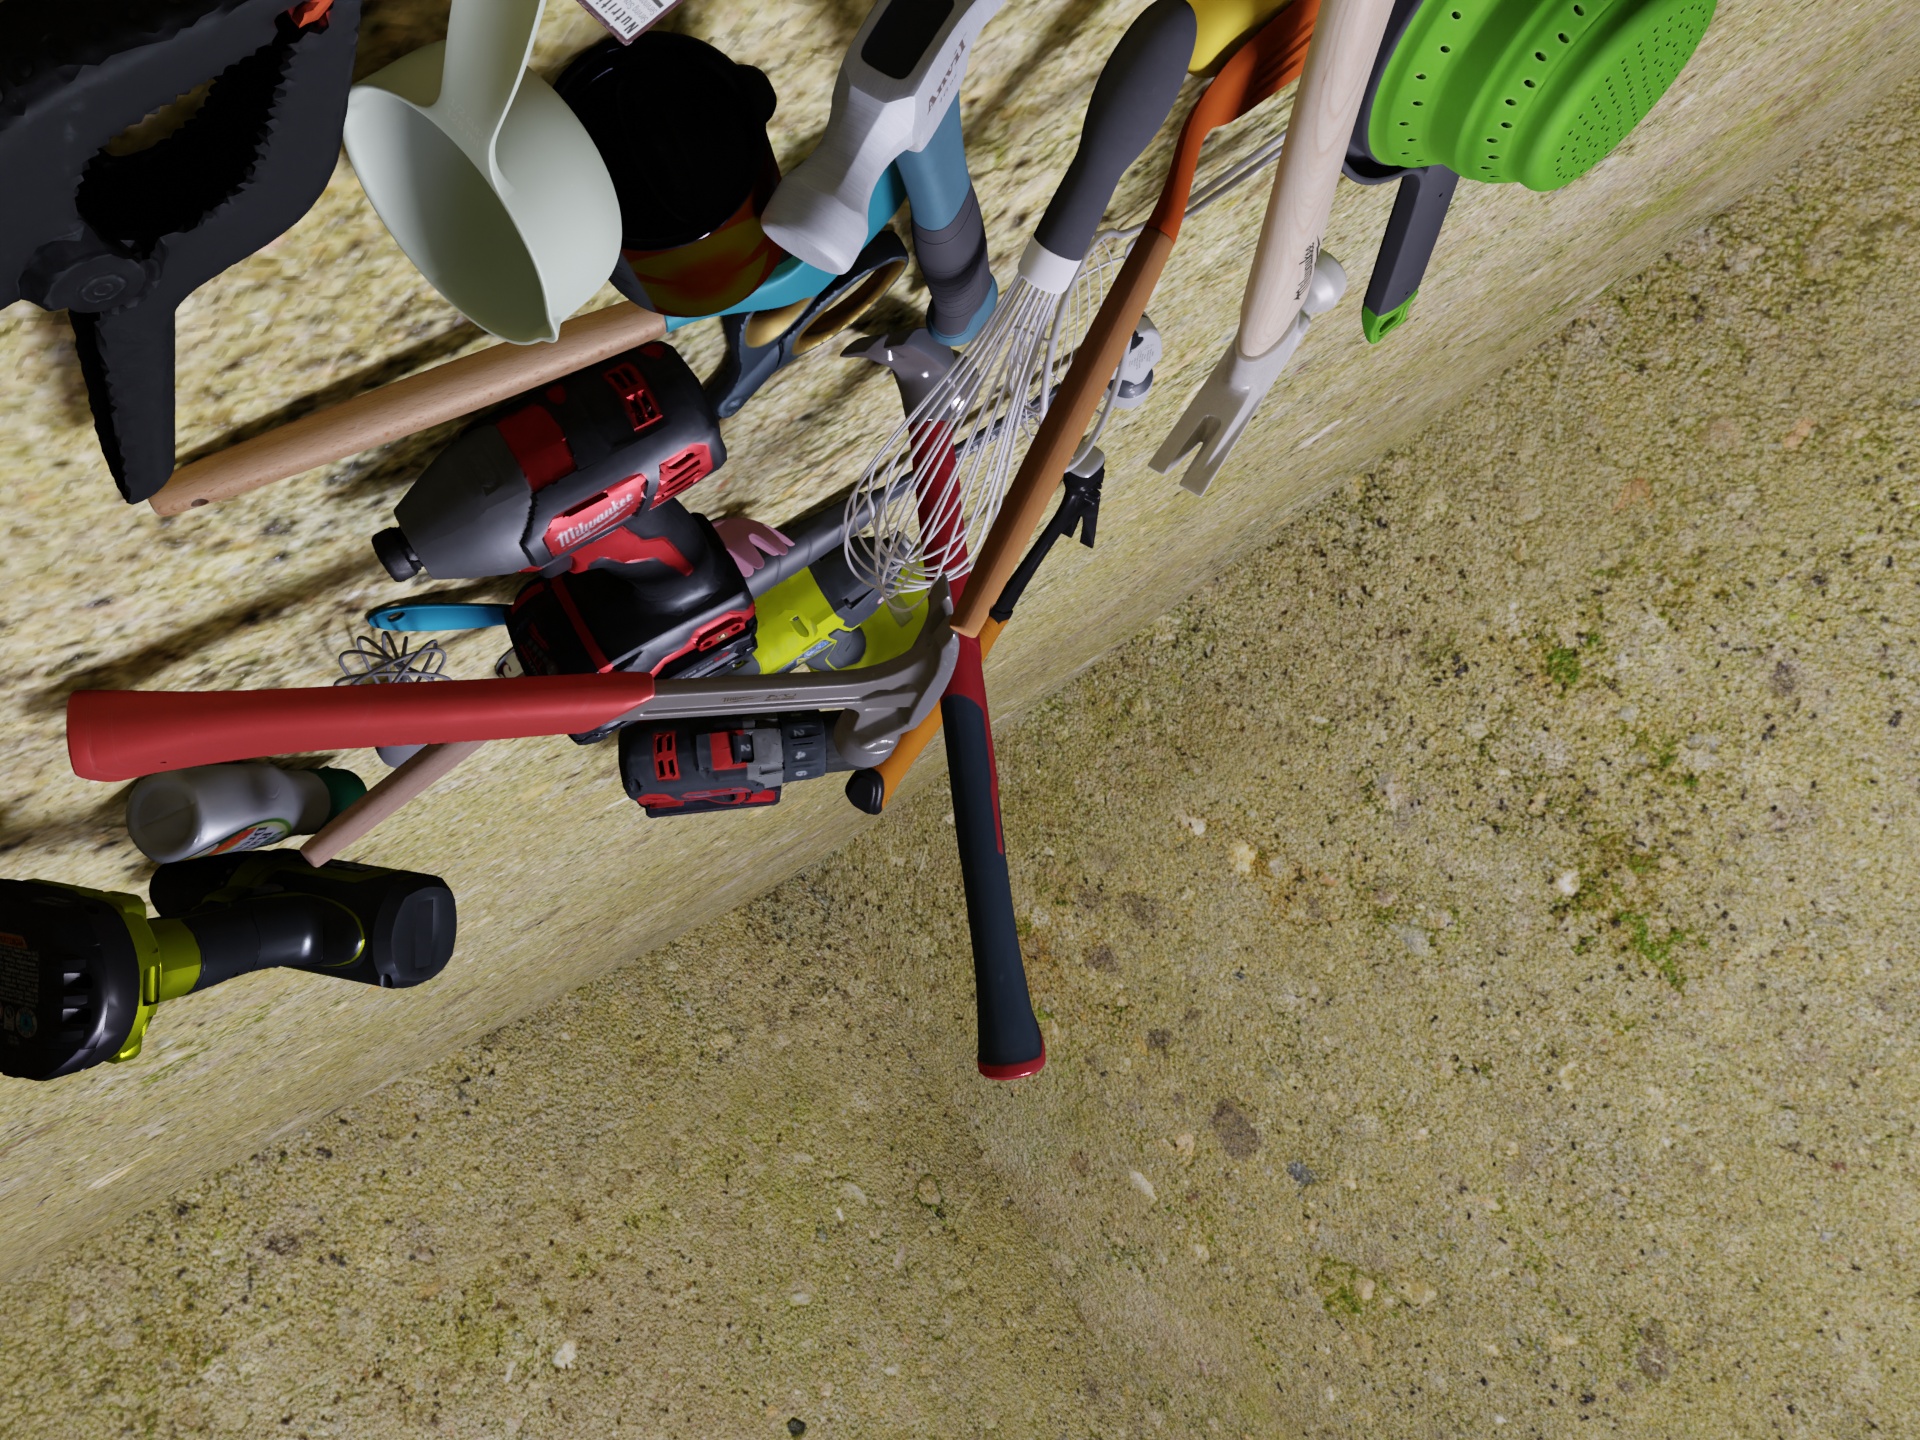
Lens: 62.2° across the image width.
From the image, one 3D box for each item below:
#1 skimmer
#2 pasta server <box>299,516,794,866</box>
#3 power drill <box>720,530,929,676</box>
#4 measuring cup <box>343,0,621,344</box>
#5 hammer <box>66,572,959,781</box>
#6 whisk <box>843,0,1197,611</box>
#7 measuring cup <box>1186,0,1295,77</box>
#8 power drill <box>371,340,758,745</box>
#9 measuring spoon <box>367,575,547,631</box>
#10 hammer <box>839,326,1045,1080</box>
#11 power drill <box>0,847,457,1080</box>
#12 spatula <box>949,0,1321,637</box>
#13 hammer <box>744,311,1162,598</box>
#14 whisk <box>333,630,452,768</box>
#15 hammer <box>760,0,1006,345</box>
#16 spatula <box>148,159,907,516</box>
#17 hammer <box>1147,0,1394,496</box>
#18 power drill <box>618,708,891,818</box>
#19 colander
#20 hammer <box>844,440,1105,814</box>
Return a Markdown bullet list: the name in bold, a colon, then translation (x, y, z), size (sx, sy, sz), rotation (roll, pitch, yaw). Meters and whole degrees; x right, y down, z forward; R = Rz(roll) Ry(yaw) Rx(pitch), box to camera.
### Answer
- **skimmer**: translation (0.172, -0.269, 0.824), size (0.363, 0.090, 0.127), rotation (-34, 163, 11)
- **pasta server**: translation (-0.214, -0.022, 0.854), size (0.316, 0.040, 0.060), rotation (-43, -167, -29)
- **power drill**: translation (-0.081, -0.076, 1.182), size (0.171, 0.080, 0.223), rotation (-33, 171, 14)
- **measuring cup**: translation (-0.106, -0.153, 0.384), size (0.038, 0.083, 0.167), rotation (-47, -172, -26)
- **hammer**: translation (-0.182, -0.010, 0.684), size (0.359, 0.037, 0.149), rotation (-3, 157, -18)
- **whisk**: translation (0.022, -0.163, 0.662), size (0.070, 0.070, 0.284), rotation (-24, 150, -51)
- **measuring cup**: translation (0.087, -0.278, 0.613), size (0.062, 0.029, 0.156), rotation (-36, 175, 33)
- **power drill**: translation (-0.167, -0.072, 0.710), size (0.143, 0.079, 0.219), rotation (-30, 165, -10)
- **measuring spoon**: translation (-0.243, -0.060, 0.797), size (0.042, 0.021, 0.128), rotation (-40, 162, 32)
- **hammer**: translation (-0.001, -0.003, 0.813), size (0.038, 0.386, 0.143), rotation (-6, -176, 15)
- **power drill**: translation (-0.399, 0.106, 0.798), size (0.190, 0.080, 0.228), rotation (6, -176, 23)
- **spatula**: translation (0.080, -0.176, 0.661), size (0.322, 0.041, 0.081), rotation (-63, 175, -4)
- **hammer**: translation (-0.046, -0.143, 1.008), size (0.409, 0.036, 0.149), rotation (-32, 173, -4)
- **whisk**: translation (-0.292, -0.001, 0.823), size (0.055, 0.055, 0.239), rotation (-30, 180, -21)
- **hammer**: translation (-0.008, -0.197, 0.612), size (0.128, 0.033, 0.331), rotation (-61, 178, 3)
- **spatula**: translation (-0.138, -0.147, 0.578), size (0.317, 0.044, 0.082), rotation (-26, 172, -16)
- **hammer**: translation (0.141, -0.234, 0.631), size (0.146, 0.038, 0.410), rotation (-56, 169, -14)
- **power drill**: translation (-0.156, 0.024, 1.167), size (0.188, 0.080, 0.227), rotation (-5, 177, -13)
- **colander**: translation (0.273, -0.284, 0.796), size (0.204, 0.094, 0.396), rotation (-39, 163, -9)
- **hammer**: translation (0.015, -0.063, 1.240), size (0.337, 0.034, 0.127), rotation (-55, 166, -21)
